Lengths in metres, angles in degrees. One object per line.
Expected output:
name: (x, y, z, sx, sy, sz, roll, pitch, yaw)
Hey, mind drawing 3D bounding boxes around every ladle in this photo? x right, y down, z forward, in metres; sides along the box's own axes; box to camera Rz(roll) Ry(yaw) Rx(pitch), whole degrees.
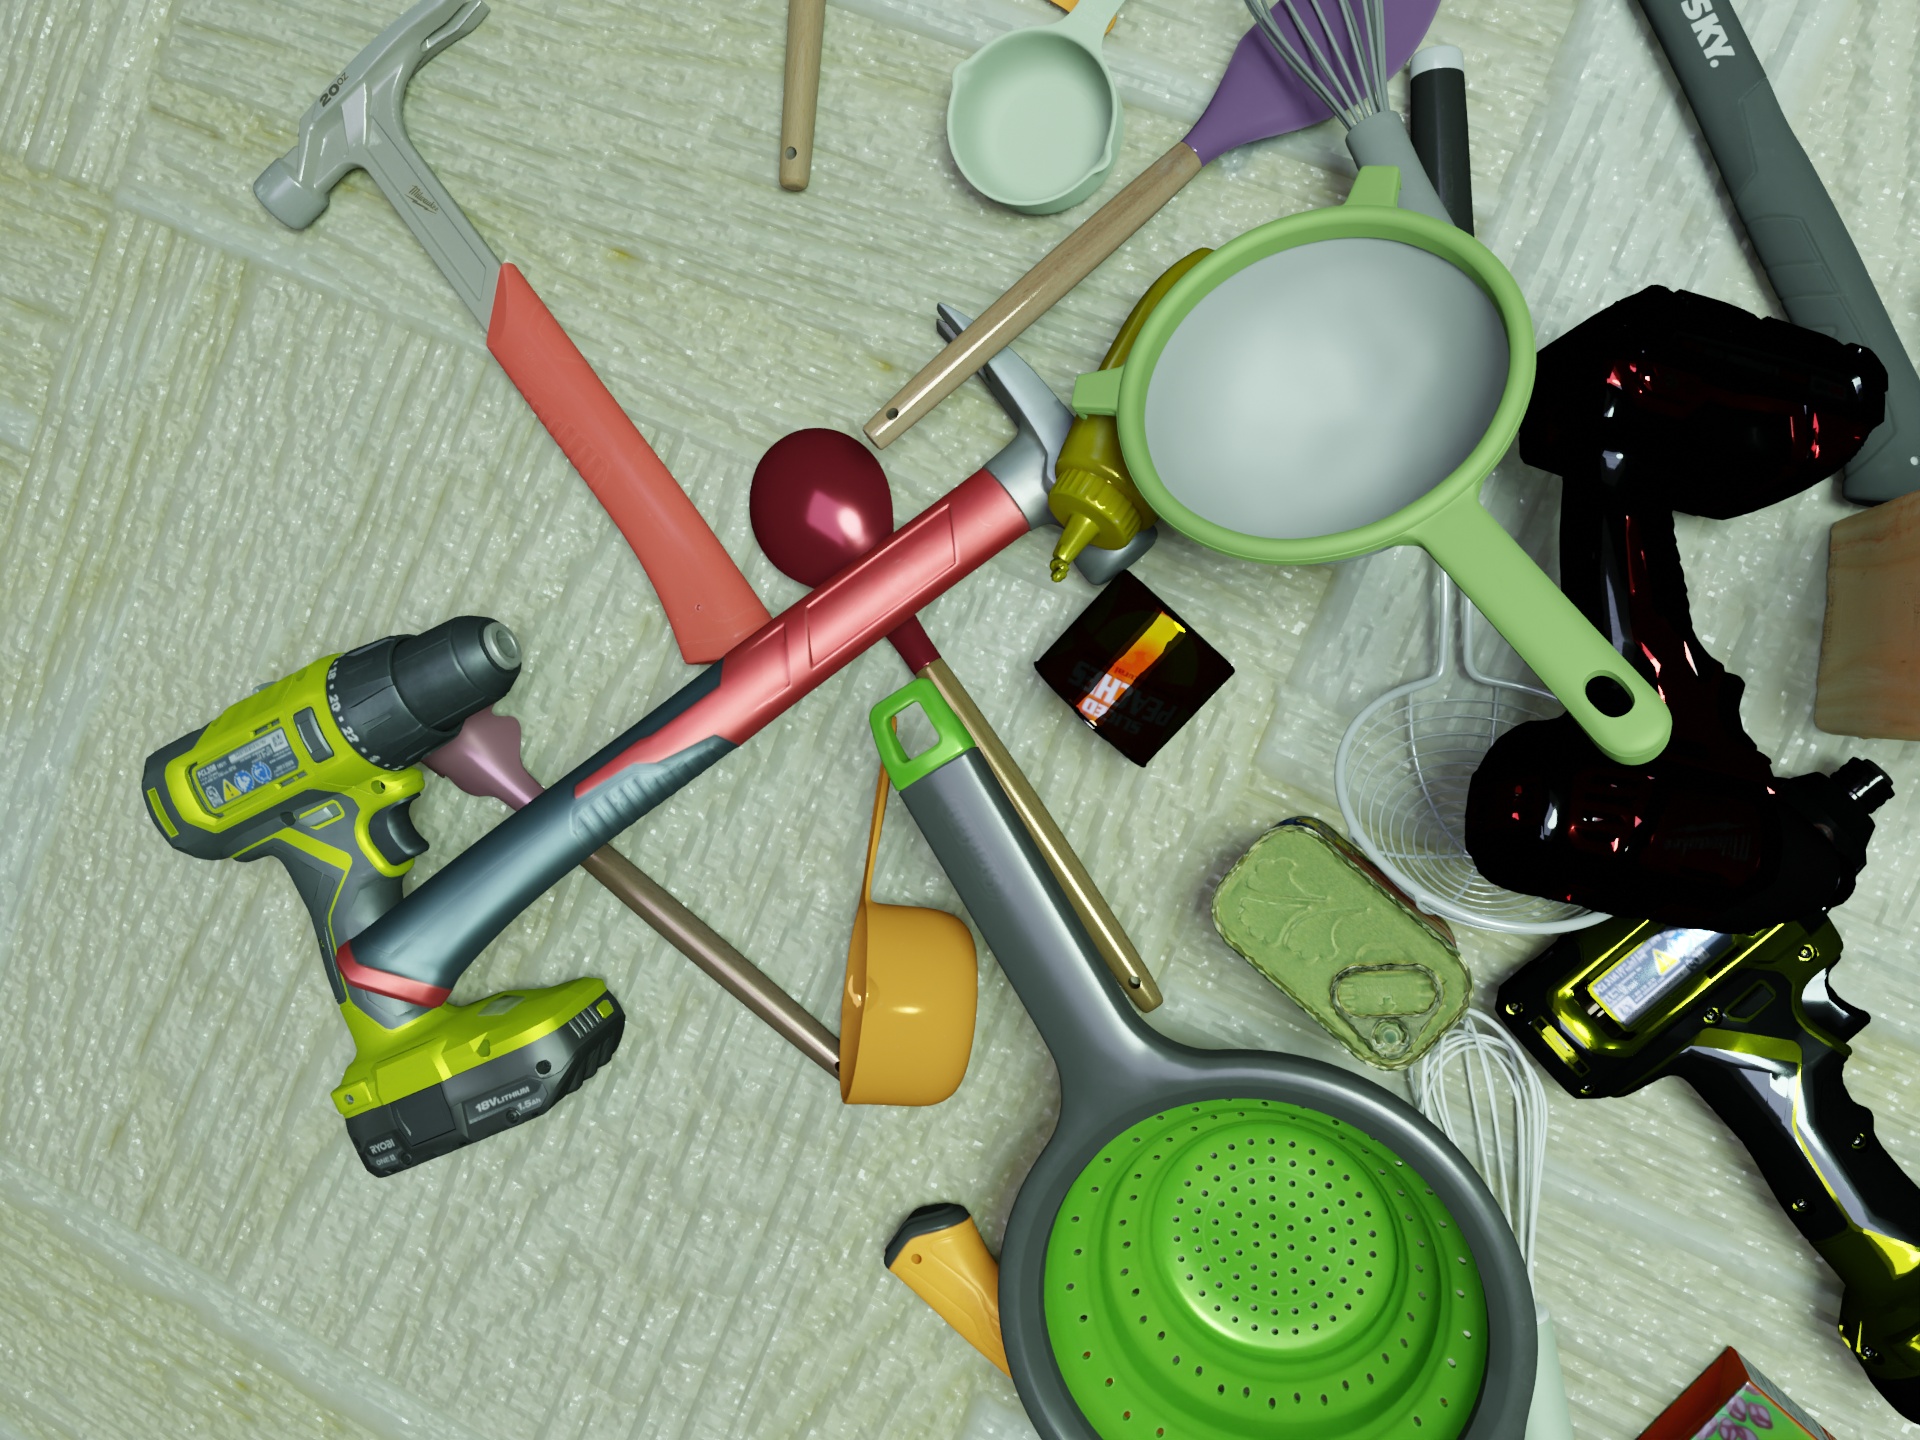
ladle: (-0.001, -0.002, 0.723, 0.069, 0.031, 0.315, -35, 84, 11)

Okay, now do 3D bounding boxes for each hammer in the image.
hammer: (-0.194, -0.178, 0.765, 0.149, 0.036, 0.359, -39, 81, 11)
hammer: (-0.108, -0.020, 0.685, 0.386, 0.038, 0.143, -37, 83, -6)
hammer: (0.321, -0.237, 0.637, 0.146, 0.035, 0.335, -24, 84, 14)
hammer: (0.100, 0.337, 0.693, 0.337, 0.034, 0.127, 37, 97, 11)

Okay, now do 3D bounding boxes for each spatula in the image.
spatula: (0.081, -0.223, 0.680, 0.316, 0.018, 0.060, -41, 81, -1)

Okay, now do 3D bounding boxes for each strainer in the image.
strainer: (0.164, -0.076, 0.576, 0.151, 0.069, 0.257, -36, 60, 6)

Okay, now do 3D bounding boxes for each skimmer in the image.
skimmer: (0.208, -0.100, 0.635, 0.127, 0.090, 0.363, -2, 88, -1)

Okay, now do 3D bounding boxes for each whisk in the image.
whisk: (0.229, 0.238, 0.659, 0.059, 0.057, 0.246, -10, 91, 50)
whisk: (0.168, -0.236, 0.637, 0.055, 0.055, 0.239, -22, 78, 13)

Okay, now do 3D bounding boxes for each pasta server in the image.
pasta server: (-0.165, 0.070, 0.765, 0.316, 0.040, 0.060, 39, 99, 7)

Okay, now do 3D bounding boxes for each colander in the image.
colander: (0.083, 0.157, 0.656, 0.204, 0.094, 0.397, -32, 85, 15)

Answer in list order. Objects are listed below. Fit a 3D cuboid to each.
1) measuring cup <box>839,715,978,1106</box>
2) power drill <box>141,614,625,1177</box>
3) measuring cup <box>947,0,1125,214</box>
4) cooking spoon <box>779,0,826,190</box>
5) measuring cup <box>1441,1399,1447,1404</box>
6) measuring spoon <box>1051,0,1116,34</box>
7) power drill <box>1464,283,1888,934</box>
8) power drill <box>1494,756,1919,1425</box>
measuring cup: (-0.018, 0.084, 0.706, 0.052, 0.095, 0.174, 8, 75, -8)
power drill: (-0.251, 0.076, 0.735, 0.190, 0.080, 0.228, -24, 94, 16)
measuring cup: (0.059, -0.300, 0.697, 0.083, 0.038, 0.167, 35, 100, 11)
cooking spoon: (-0.066, -0.407, 0.741, 0.069, 0.017, 0.319, 4, 91, 15)
measuring cup: (0.164, 0.334, 0.653, 0.062, 0.029, 0.156, 40, 85, 13)
measuring spoon: (0.028, -0.348, 0.724, 0.117, 0.011, 0.021, 44, 112, 13)
power drill: (0.267, -0.033, 0.583, 0.143, 0.078, 0.220, 13, 78, -12)
power drill: (0.347, 0.138, 0.611, 0.171, 0.080, 0.223, -43, 77, 10)
